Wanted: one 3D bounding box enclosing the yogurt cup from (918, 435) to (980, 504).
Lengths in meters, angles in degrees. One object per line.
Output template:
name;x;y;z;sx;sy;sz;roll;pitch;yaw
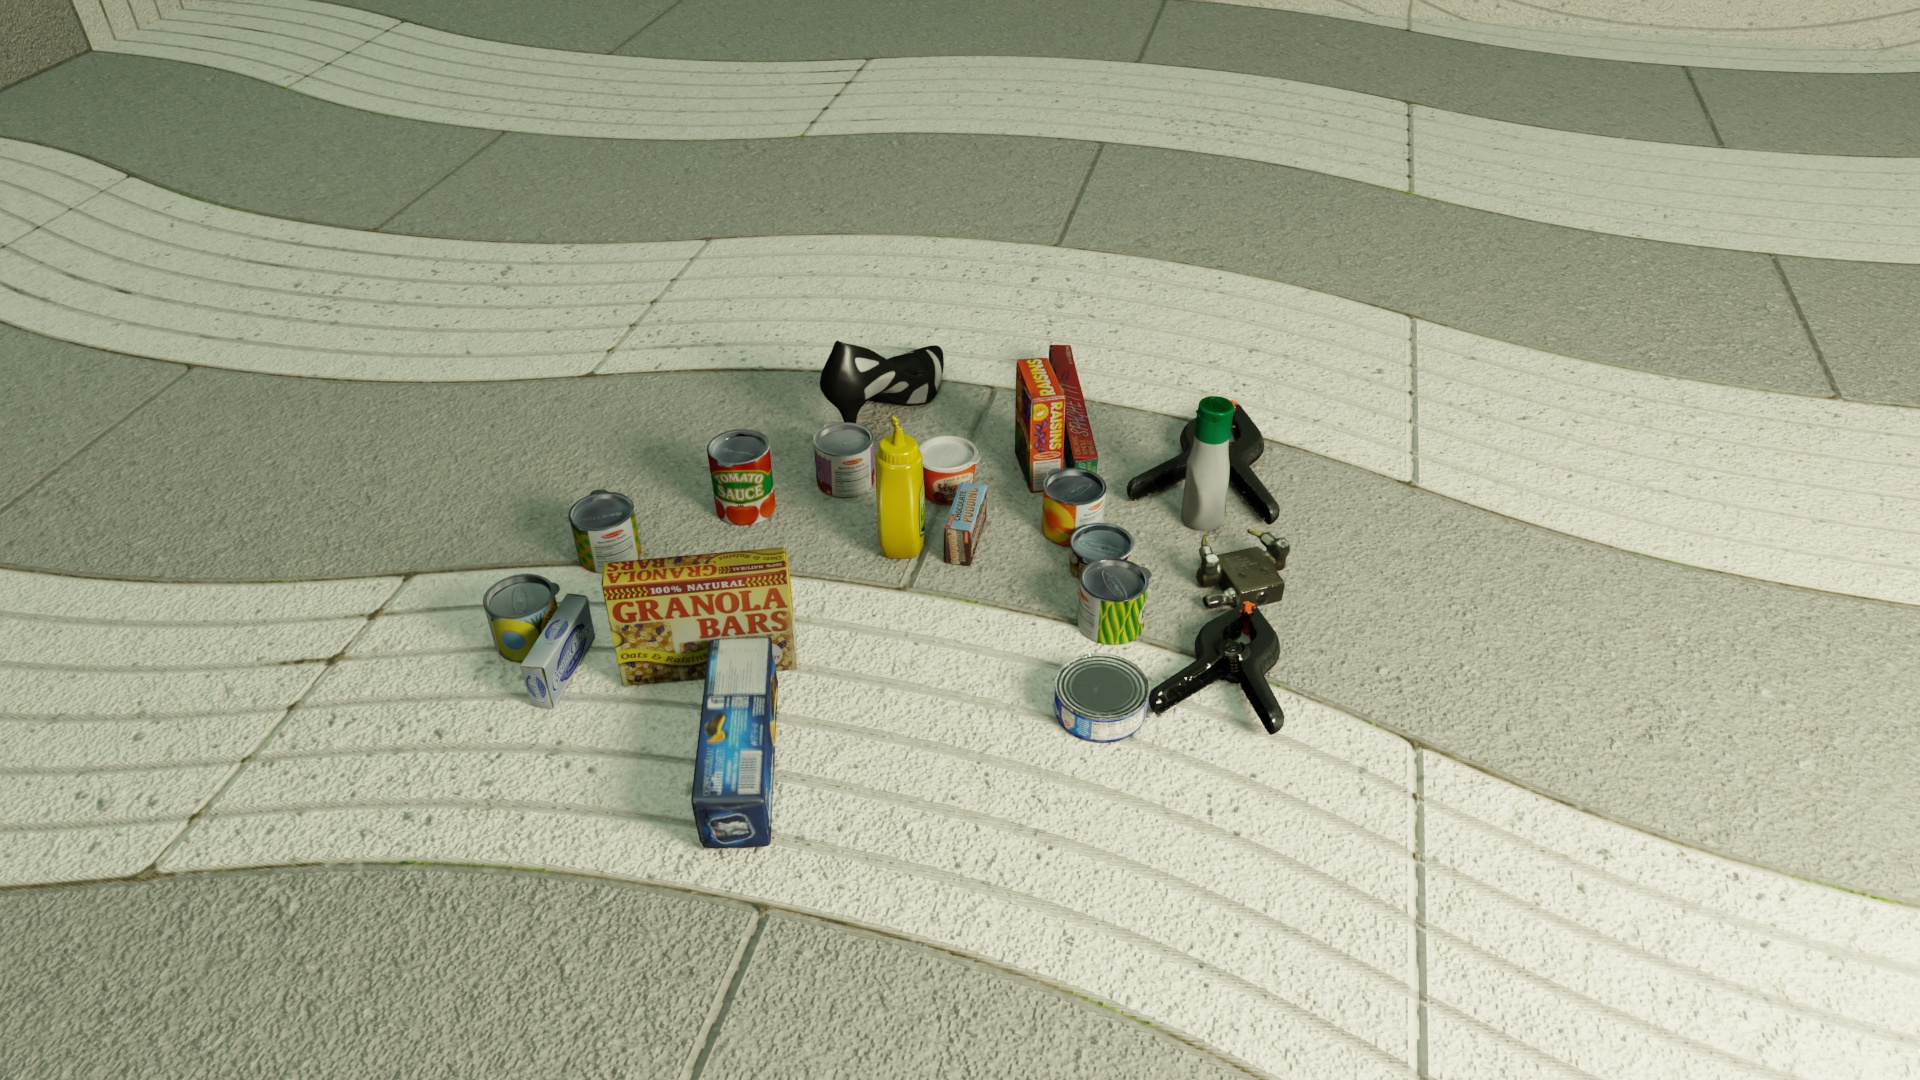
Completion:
yogurt cup;-0.015;-0.076;1.527;0.072;0.053;0.073;0;38;0

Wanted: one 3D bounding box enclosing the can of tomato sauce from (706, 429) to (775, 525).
can of tomato sauce;-0.235;-0.066;1.493;0.071;0.082;0.071;0;38;0

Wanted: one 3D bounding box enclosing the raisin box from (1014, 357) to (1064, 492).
raisin box;0.086;-0.128;1.537;0.040;0.122;0.086;-6;38;-7

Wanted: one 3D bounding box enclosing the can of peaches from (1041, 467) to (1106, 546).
can of peaches;0.118;-0.036;1.471;0.071;0.057;0.071;0;38;0

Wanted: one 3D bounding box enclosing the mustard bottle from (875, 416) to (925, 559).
mustard bottle;-0.061;-0.057;1.417;0.049;0.159;0.066;1;38;2

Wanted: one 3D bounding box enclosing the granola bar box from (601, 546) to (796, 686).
granola bar box;-0.238;0.071;1.282;0.166;0.123;0.039;-5;38;-6

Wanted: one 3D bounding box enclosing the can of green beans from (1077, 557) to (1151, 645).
can of green beans;0.148;0.059;1.348;0.071;0.057;0.071;0;38;0

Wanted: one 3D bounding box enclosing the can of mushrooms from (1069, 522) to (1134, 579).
can of mushrooms;0.144;0.015;1.425;0.071;0.033;0.071;0;38;0

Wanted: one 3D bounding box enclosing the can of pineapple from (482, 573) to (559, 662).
can of pineapple;-0.417;0.074;1.334;0.071;0.057;0.071;0;38;0

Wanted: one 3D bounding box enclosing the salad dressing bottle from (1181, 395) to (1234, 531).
salad dressing bottle;0.260;-0.080;1.454;0.044;0.146;0.064;-4;38;-5

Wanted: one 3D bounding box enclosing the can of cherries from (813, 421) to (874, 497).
can of cherries;-0.129;-0.091;1.544;0.071;0.058;0.072;0;38;0

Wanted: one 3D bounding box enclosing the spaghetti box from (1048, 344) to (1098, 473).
spaghetti box;0.129;-0.145;1.618;0.029;0.049;0.251;-2;38;-3

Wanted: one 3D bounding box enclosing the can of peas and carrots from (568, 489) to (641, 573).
can of peas and carrots;-0.368;-0.010;1.441;0.071;0.058;0.071;0;38;0

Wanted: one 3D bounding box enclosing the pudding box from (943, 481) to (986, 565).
pudding box;0.005;-0.018;1.456;0.030;0.049;0.084;7;38;10

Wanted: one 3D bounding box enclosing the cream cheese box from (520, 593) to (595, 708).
cream cheese box;-0.375;0.103;1.300;0.024;0.053;0.104;6;38;9
